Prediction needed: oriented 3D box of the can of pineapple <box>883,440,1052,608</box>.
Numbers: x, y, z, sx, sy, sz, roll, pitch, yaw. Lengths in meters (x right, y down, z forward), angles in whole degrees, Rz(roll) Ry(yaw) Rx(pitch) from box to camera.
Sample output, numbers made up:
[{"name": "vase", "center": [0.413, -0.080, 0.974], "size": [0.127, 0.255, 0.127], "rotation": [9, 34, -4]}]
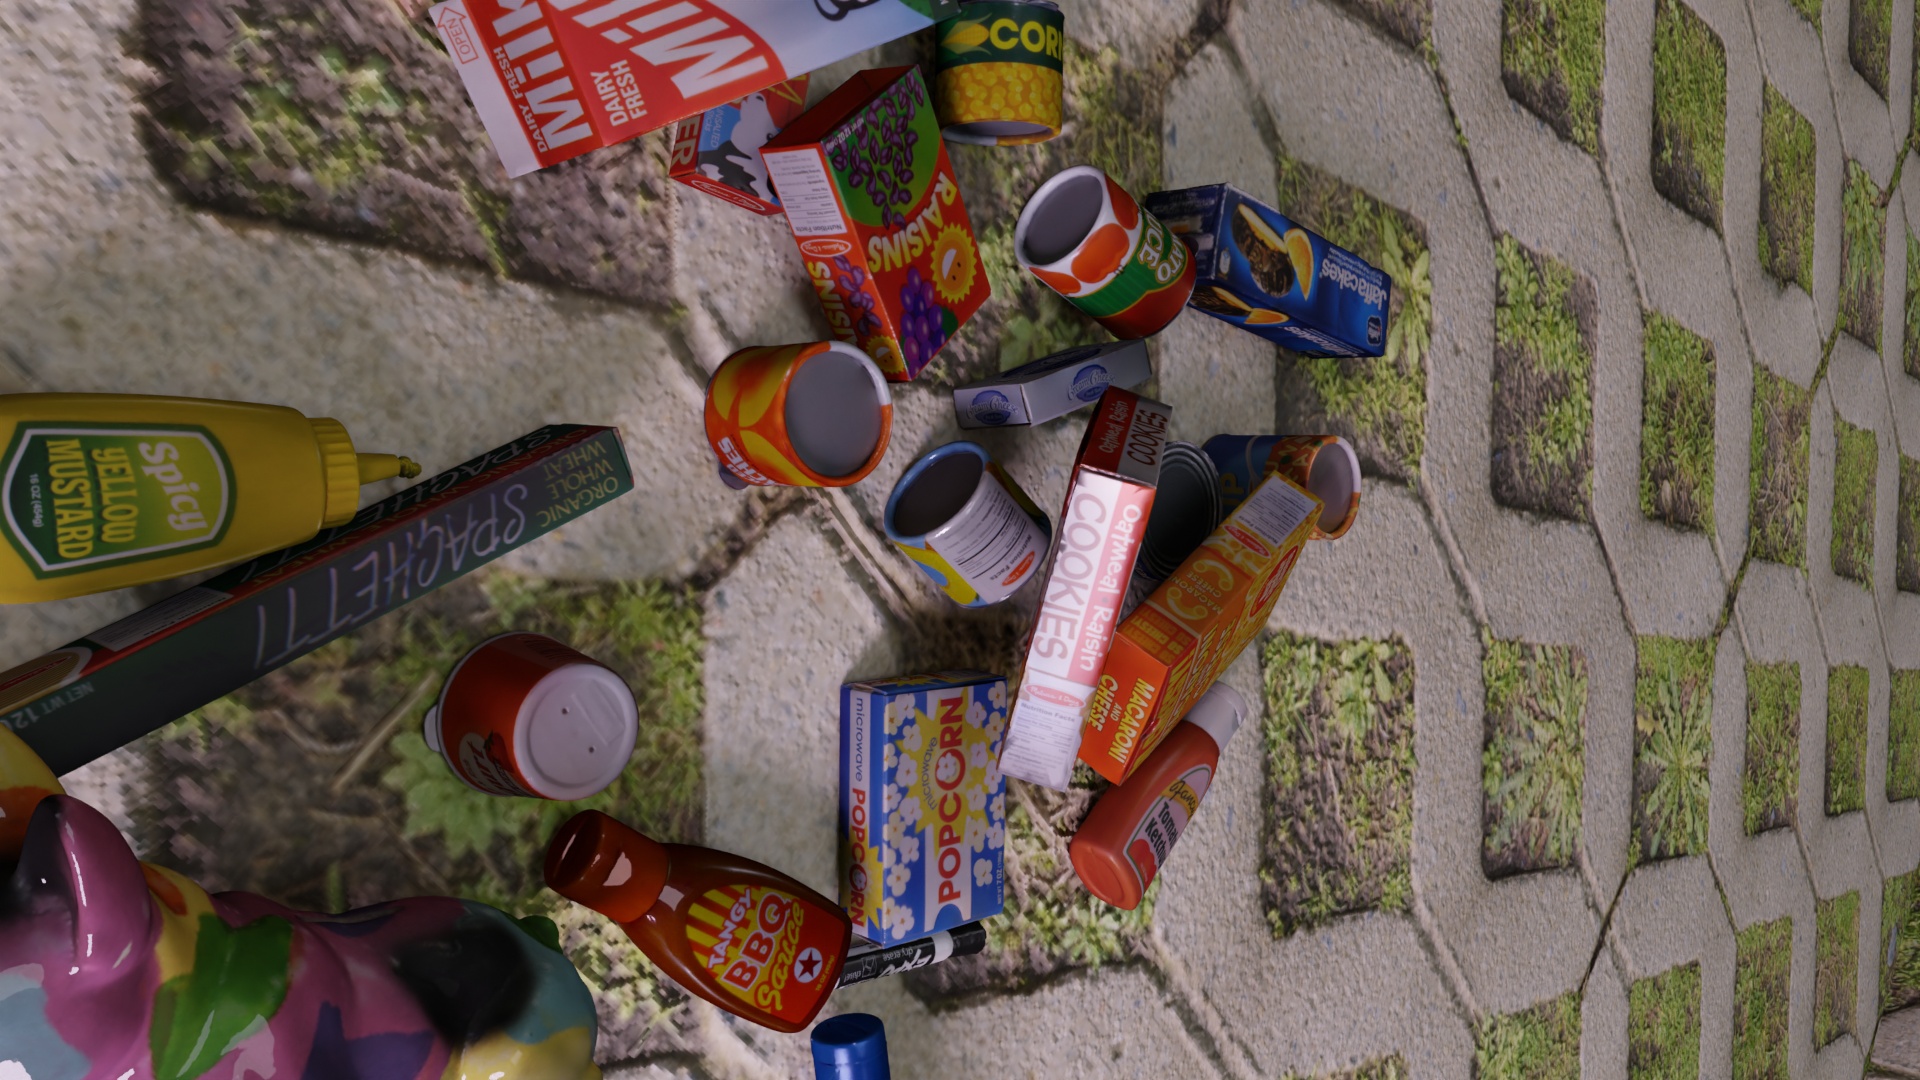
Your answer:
[{"name": "can of pineapple", "center": [0.003, -0.009, 0.703], "size": [0.057, 0.071, 0.071], "rotation": [46, 62, -35]}]

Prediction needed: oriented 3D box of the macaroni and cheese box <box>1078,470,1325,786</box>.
[{"name": "macaroni and cheese box", "center": [0.138, 0.051, 0.807], "size": [0.167, 0.040, 0.123], "rotation": [-41, 156, -35]}]

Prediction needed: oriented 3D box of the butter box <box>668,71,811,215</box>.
[{"name": "butter box", "center": [-0.096, -0.204, 0.625], "size": [0.053, 0.024, 0.103], "rotation": [13, 84, -44]}]

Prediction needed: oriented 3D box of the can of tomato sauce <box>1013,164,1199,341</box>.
[{"name": "can of tomato sauce", "center": [0.082, -0.159, 0.766], "size": [0.083, 0.071, 0.071], "rotation": [28, 73, -41]}]

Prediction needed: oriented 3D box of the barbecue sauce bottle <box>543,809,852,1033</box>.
[{"name": "barbecue sauce bottle", "center": [-0.115, 0.165, 0.613], "size": [0.148, 0.043, 0.065], "rotation": [41, 66, -37]}]

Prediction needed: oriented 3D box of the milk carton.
[{"name": "milk carton", "center": [-0.105, -0.211, 0.552], "size": [0.191, 0.073, 0.072], "rotation": [-23, 111, -5]}]

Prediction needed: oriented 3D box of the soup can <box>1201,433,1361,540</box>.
[{"name": "soup can", "center": [0.198, -0.032, 0.874], "size": [0.071, 0.083, 0.071], "rotation": [-4, 96, -43]}]

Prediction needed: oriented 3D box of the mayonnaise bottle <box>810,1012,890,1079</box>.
[{"name": "mayonnaise bottle", "center": [-0.047, 0.308, 0.676], "size": [0.041, 0.064, 0.148], "rotation": [-11, 96, -45]}]

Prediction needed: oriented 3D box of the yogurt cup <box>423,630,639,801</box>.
[{"name": "yogurt cup", "center": [-0.165, 0.072, 0.553], "size": [0.072, 0.054, 0.072], "rotation": [-3, 95, -44]}]

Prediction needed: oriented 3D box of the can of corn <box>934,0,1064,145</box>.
[{"name": "can of corn", "center": [0.021, -0.236, 0.703], "size": [0.071, 0.071, 0.058], "rotation": [-4, 96, -44]}]

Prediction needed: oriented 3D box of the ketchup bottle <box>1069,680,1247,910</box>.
[{"name": "ketchup bottle", "center": [0.122, 0.147, 0.839], "size": [0.149, 0.043, 0.064], "rotation": [-49, 135, -31]}]

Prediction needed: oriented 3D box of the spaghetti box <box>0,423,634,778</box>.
[{"name": "spaghetti box", "center": [-0.230, 0.017, 0.491], "size": [0.251, 0.050, 0.028], "rotation": [-33, 116, -38]}]

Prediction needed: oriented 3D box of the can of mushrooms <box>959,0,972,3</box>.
[{"name": "can of mushrooms", "center": [-0.010, -0.299, 0.696], "size": [0.071, 0.033, 0.071], "rotation": [-2, 93, -44]}]

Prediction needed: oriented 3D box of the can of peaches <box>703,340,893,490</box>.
[{"name": "can of peaches", "center": [-0.074, -0.055, 0.631], "size": [0.071, 0.058, 0.071], "rotation": [-3, 94, -44]}]

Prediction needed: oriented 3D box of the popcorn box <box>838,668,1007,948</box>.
[{"name": "popcorn box", "center": [-0.019, 0.132, 0.707], "size": [0.085, 0.038, 0.126], "rotation": [-1, 93, -45]}]

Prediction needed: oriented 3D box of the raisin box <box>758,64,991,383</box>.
[{"name": "raisin box", "center": [-0.037, -0.148, 0.656], "size": [0.086, 0.040, 0.123], "rotation": [-53, 135, -39]}]

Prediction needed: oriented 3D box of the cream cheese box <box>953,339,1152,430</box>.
[{"name": "cream cheese box", "center": [0.051, -0.085, 0.751], "size": [0.104, 0.053, 0.024], "rotation": [-25, 107, -40]}]

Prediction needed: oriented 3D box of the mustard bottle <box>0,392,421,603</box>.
[{"name": "mustard bottle", "center": [-0.257, -0.020, 0.463], "size": [0.161, 0.049, 0.065], "rotation": [-11, 102, -43]}]

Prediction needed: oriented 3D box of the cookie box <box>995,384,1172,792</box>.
[{"name": "cookie box", "center": [0.062, 0.020, 0.695], "size": [0.123, 0.040, 0.166], "rotation": [-64, 168, -65]}]
